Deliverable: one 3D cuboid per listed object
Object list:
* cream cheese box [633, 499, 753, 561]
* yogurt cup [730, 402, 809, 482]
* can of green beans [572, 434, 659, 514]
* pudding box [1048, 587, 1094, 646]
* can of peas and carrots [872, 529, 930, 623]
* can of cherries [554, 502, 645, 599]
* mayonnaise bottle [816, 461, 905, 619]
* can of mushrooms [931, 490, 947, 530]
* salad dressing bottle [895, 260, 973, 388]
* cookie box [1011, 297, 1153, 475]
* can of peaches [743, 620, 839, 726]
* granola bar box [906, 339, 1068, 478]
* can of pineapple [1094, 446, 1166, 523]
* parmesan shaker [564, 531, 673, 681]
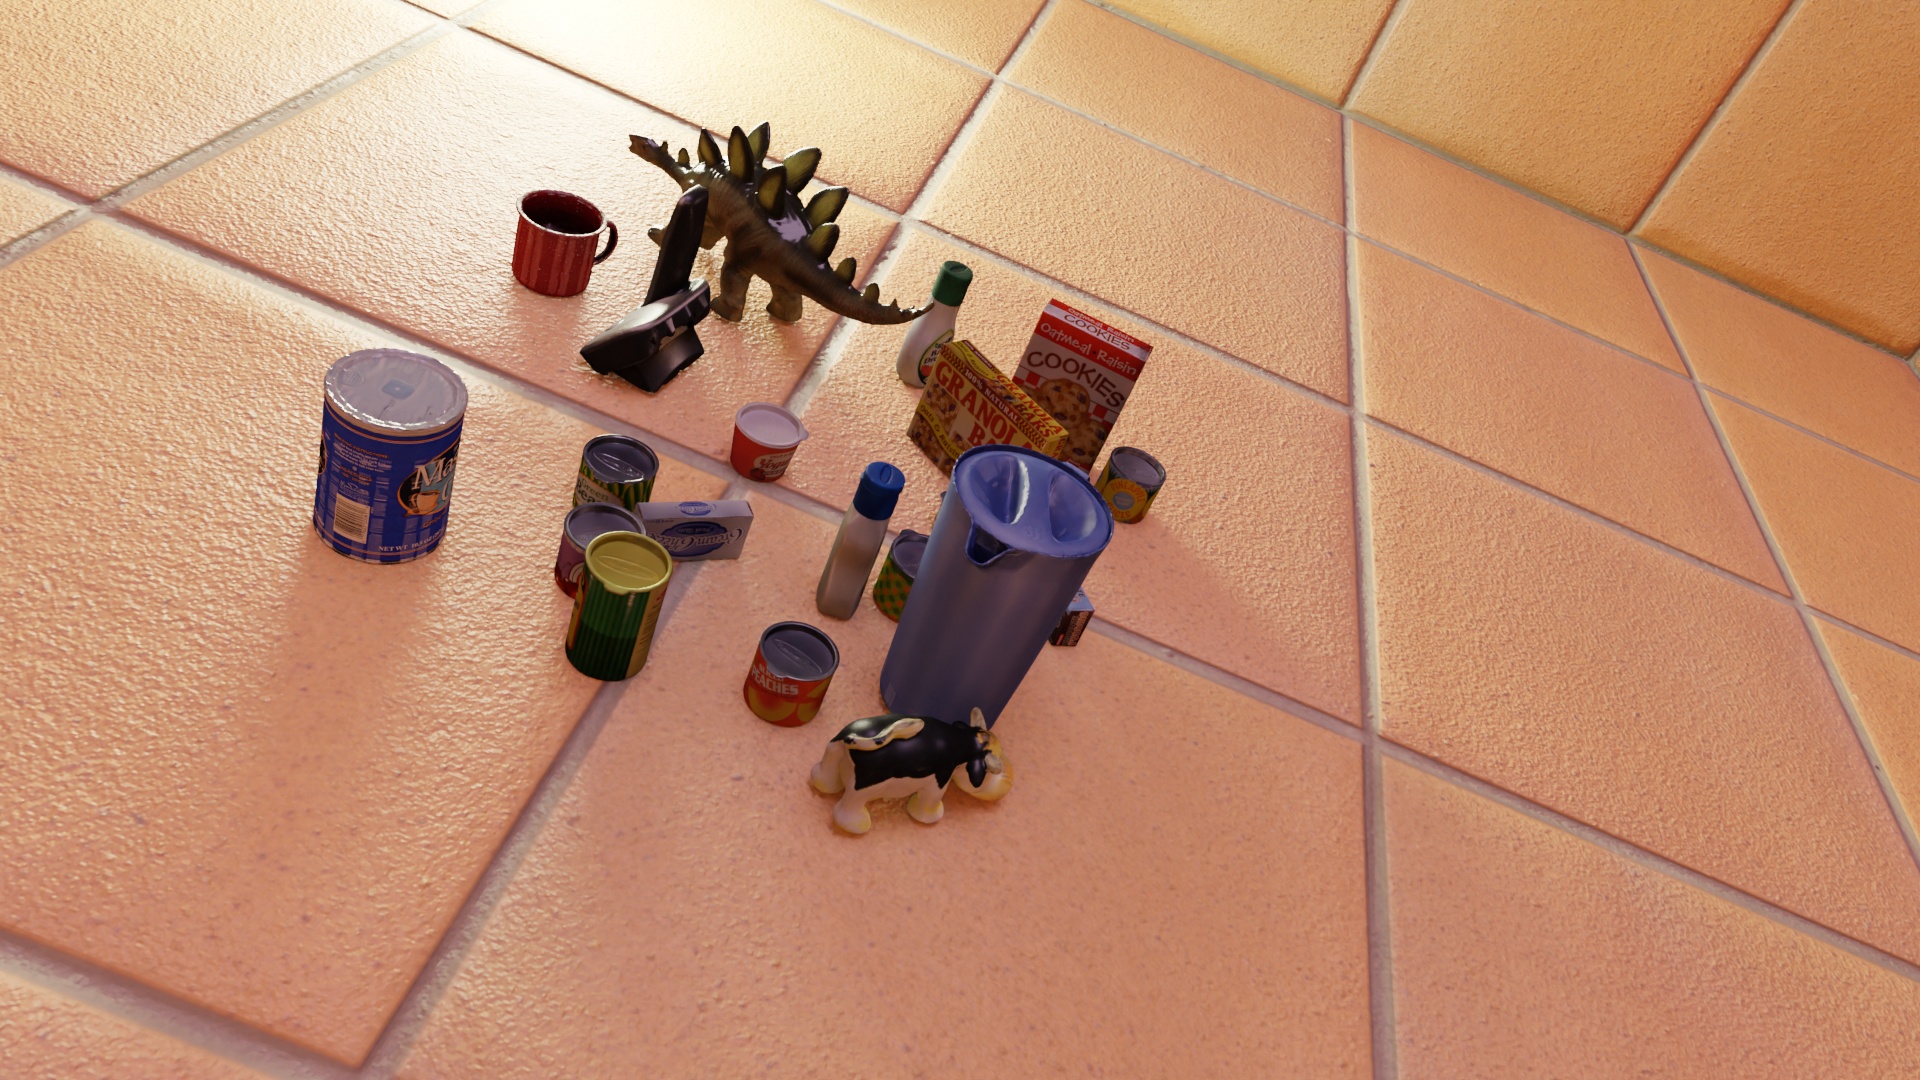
[{"bbox_3d":[-0.238,-0.008,1.217,0.104,0.053,0.024,-3,44,-32],"label":"cream cheese box"},{"bbox_3d":[-0.191,-0.094,1.349,0.072,0.053,0.073,16,37,-12],"label":"yogurt cup"},{"bbox_3d":[-0.306,-0.051,1.229,0.071,0.057,0.071,16,37,-12],"label":"can of green beans"},{"bbox_3d":[0.093,0.055,1.329,0.030,0.049,0.084,2,42,-28],"label":"pudding box"},{"bbox_3d":[-0.043,0.034,1.270,0.071,0.058,0.071,16,37,-12],"label":"can of peas and carrots"},{"bbox_3d":[-0.300,0.013,1.152,0.071,0.058,0.072,16,37,-12],"label":"can of cherries"},{"bbox_3d":[-0.087,-0.002,1.215,0.041,0.147,0.065,19,37,-7],"label":"mayonnaise bottle"},{"bbox_3d":[0.005,-0.017,1.382,0.071,0.033,0.071,16,37,-12],"label":"can of mushrooms"},{"bbox_3d":[-0.028,-0.240,1.543,0.044,0.146,0.064,41,39,21],"label":"salad dressing bottle"},{"bbox_3d":[0.119,-0.165,1.516,0.123,0.166,0.040,27,36,3],"label":"cookie box"},{"bbox_3d":[-0.139,0.109,1.124,0.071,0.057,0.071,16,37,-12],"label":"can of peaches"},{"bbox_3d":[0.026,-0.109,1.432,0.039,0.123,0.166,-17,53,-42],"label":"granola bar box"},{"bbox_3d":[0.183,-0.059,1.514,0.071,0.057,0.071,16,37,-12],"label":"can of pineapple"},{"bbox_3d":[-0.269,0.054,1.082,0.071,0.102,0.072,16,37,-12],"label":"parmesan shaker"}]
